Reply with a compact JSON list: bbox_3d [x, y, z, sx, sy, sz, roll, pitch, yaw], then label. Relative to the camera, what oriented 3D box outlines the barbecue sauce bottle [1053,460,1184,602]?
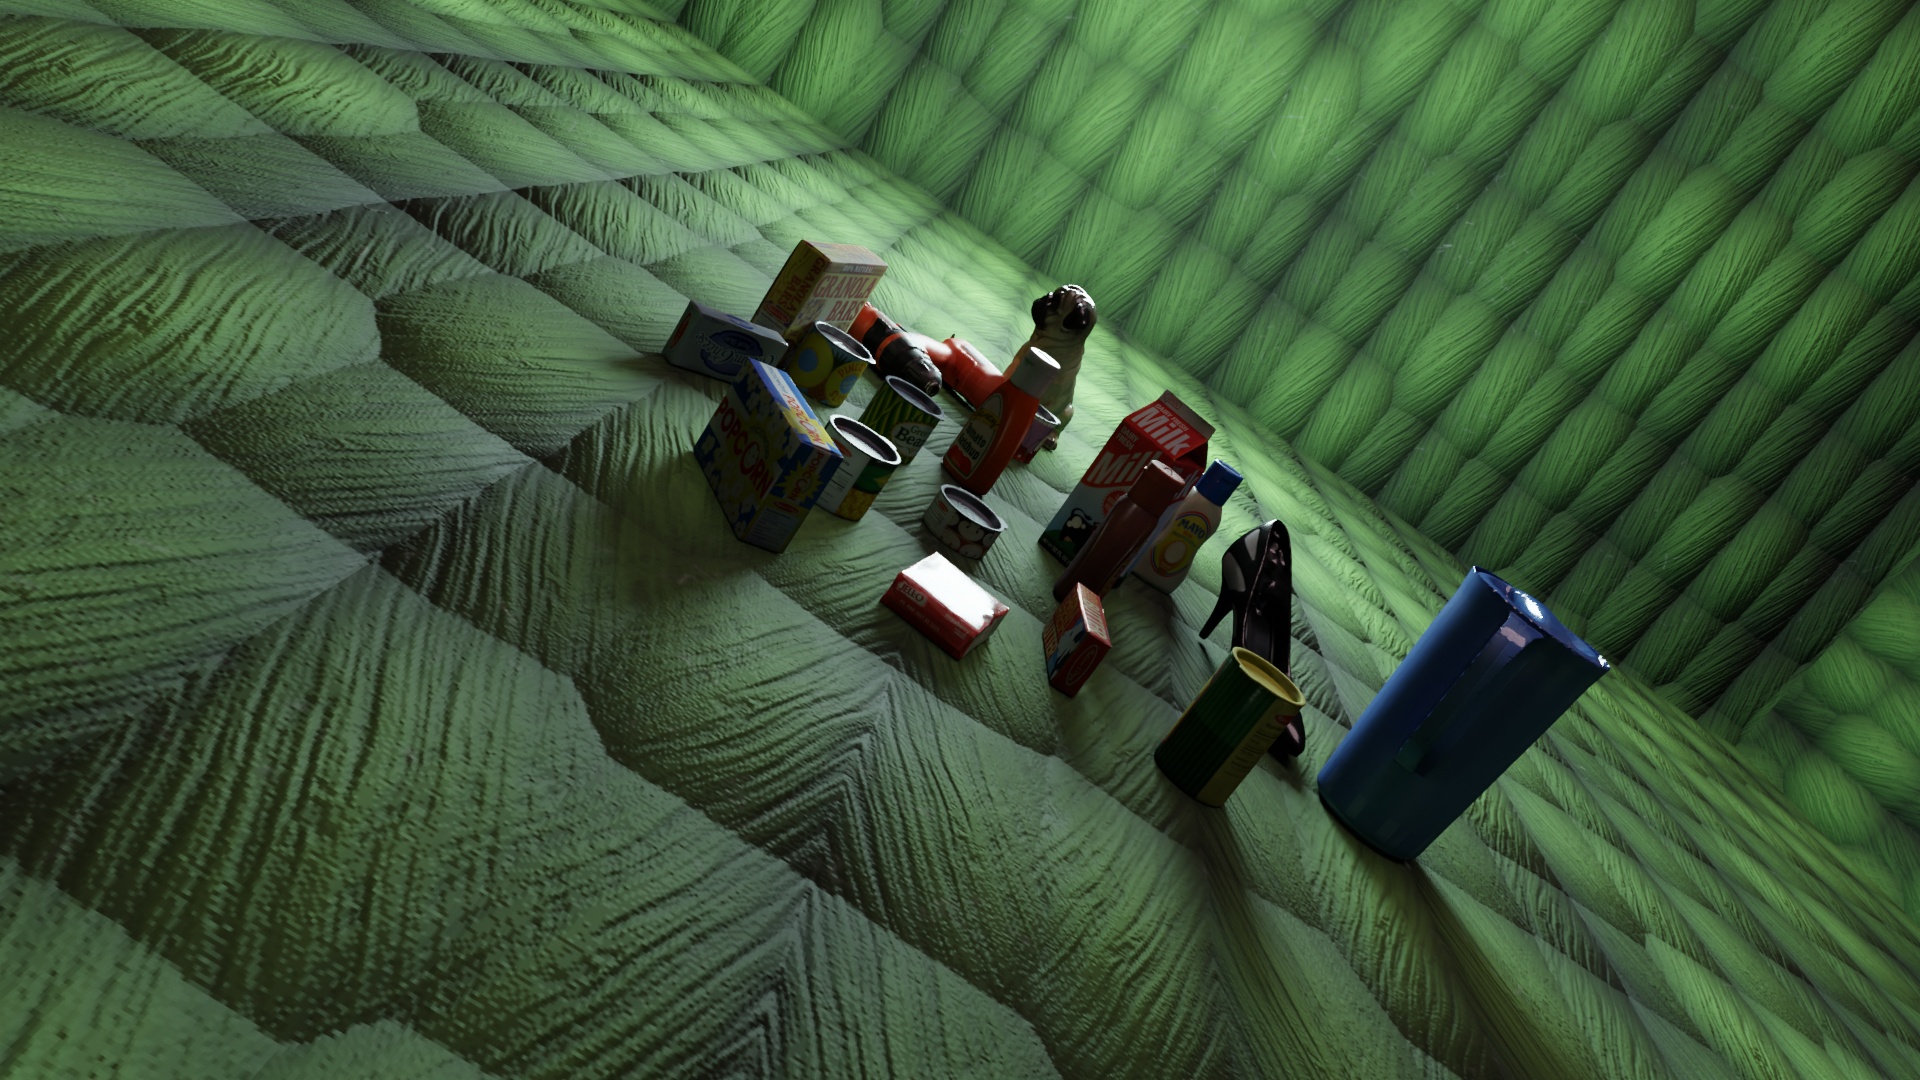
[{"bbox_3d":[0.142,-0.003,1.242,0.044,0.148,0.065,37,16,5],"label":"barbecue sauce bottle"}]

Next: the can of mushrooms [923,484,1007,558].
[{"bbox_3d":[0.004,-0.015,1.212,0.071,0.033,0.071,32,17,-11],"label":"can of mushrooms"}]

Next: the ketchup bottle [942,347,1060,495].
[{"bbox_3d":[0.043,-0.120,1.369,0.043,0.148,0.065,20,22,-41],"label":"ketchup bottle"}]

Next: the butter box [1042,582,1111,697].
[{"bbox_3d":[0.090,0.076,1.092,0.024,0.053,0.104,32,17,-11],"label":"butter box"}]

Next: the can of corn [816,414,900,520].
[{"bbox_3d":[-0.089,-0.058,1.108,0.071,0.058,0.071,32,17,-11],"label":"can of corn"}]

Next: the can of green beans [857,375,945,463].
[{"bbox_3d":[-0.058,-0.114,1.320,0.071,0.057,0.071,32,17,-11],"label":"can of green beans"}]

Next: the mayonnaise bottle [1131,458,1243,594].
[{"bbox_3d":[0.239,-0.017,1.463,0.065,0.147,0.041,31,17,-13],"label":"mayonnaise bottle"}]

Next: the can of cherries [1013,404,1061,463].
[{"bbox_3d":[0.072,-0.130,1.607,0.071,0.058,0.072,32,17,-11],"label":"can of cherries"}]

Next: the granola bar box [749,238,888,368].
[{"bbox_3d":[-0.143,-0.232,1.363,0.039,0.124,0.166,37,17,7],"label":"granola bar box"}]

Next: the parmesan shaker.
[{"bbox_3d":[0.199,0.140,1.040,0.071,0.102,0.071,32,17,-11],"label":"parmesan shaker"}]

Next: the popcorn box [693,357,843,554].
[{"bbox_3d":[-0.138,-0.062,0.981,0.038,0.085,0.127,22,21,-38],"label":"popcorn box"}]

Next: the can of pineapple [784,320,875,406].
[{"bbox_3d":[-0.127,-0.169,1.338,0.071,0.057,0.071,32,17,-11],"label":"can of pineapple"}]

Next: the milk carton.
[{"bbox_3d":[0.167,-0.051,1.345,0.072,0.190,0.073,45,19,29],"label":"milk carton"}]

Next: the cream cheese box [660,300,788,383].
[{"bbox_3d":[-0.202,-0.166,1.196,0.104,0.053,0.024,14,27,-50],"label":"cream cheese box"}]
